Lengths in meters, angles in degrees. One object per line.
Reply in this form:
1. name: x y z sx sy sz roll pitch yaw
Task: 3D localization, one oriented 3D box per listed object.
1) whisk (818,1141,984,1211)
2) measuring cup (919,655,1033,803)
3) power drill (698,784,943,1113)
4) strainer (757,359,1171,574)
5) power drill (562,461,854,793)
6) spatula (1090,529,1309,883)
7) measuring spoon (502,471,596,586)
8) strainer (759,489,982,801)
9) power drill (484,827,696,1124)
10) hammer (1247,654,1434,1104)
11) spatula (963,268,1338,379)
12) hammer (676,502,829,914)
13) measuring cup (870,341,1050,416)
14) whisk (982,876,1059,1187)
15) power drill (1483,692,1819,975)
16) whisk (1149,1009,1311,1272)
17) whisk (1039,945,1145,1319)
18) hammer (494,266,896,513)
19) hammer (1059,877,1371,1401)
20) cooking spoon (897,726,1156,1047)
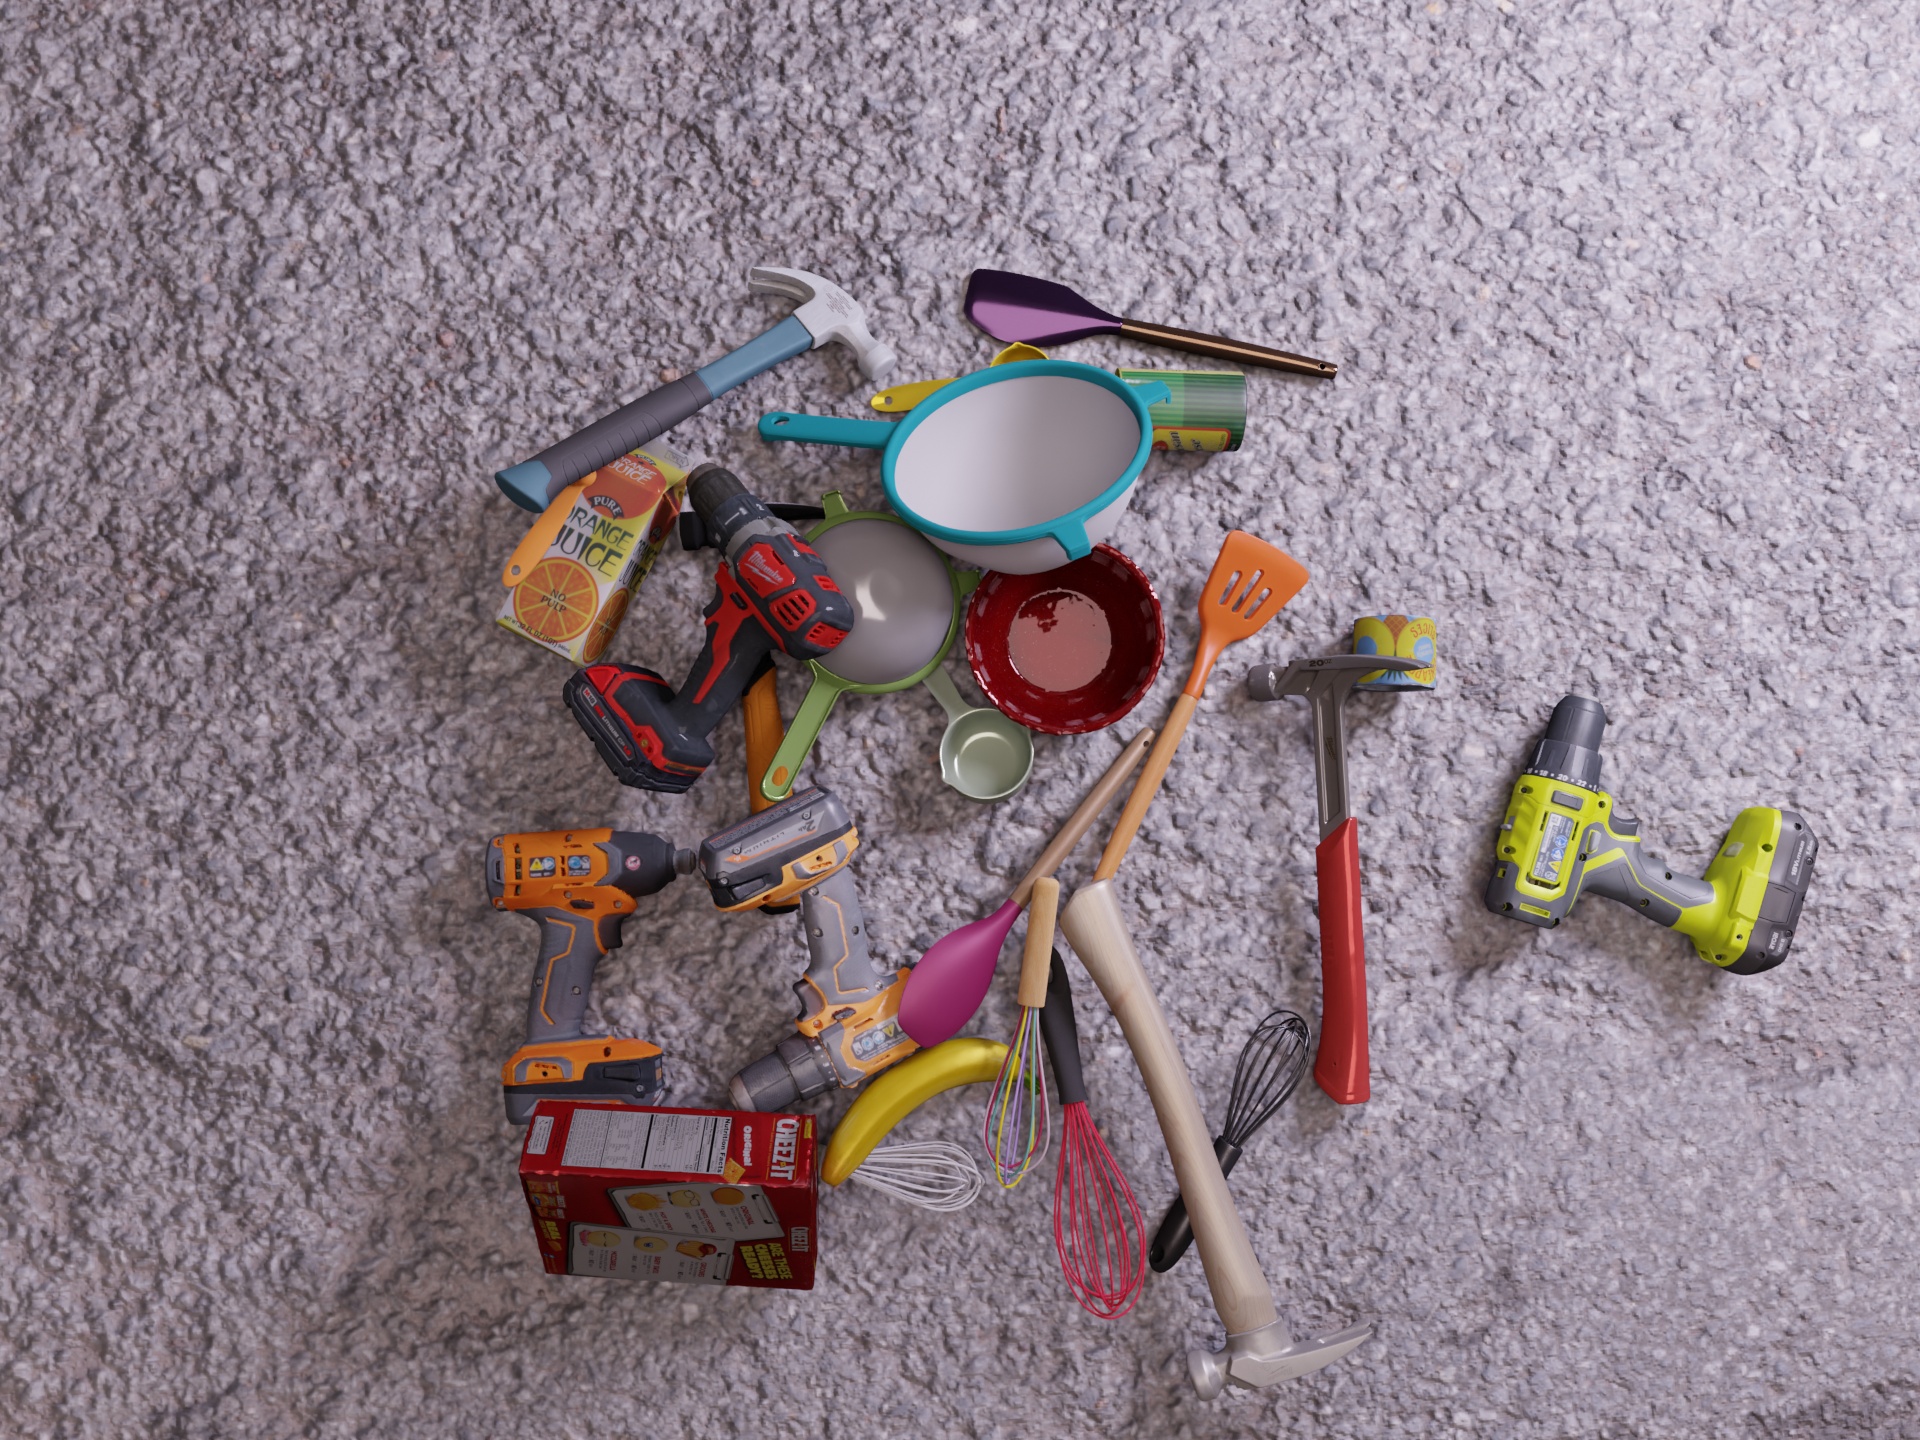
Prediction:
1. whisk: -0.103 0.356 1.281 0.246 0.059 0.058 7 51 3
2. measuring cup: -0.002 -0.004 1.308 0.083 0.038 0.168 -32 71 -6
3. power drill: -0.128 0.187 1.243 0.185 0.084 0.226 -27 102 -14
4. strainer: -0.007 -0.193 1.272 0.340 0.095 0.211 11 53 26
5. power drill: -0.207 -0.073 1.245 0.226 0.080 0.188 -45 66 14
6. spatula: 0.179 0.002 1.294 0.081 0.041 0.322 28 84 -15
7. measuring spoon: -0.323 -0.153 1.244 0.021 0.011 0.117 34 87 6
8. strainer: -0.089 -0.052 1.251 0.151 0.069 0.256 29 77 -11
9. power drill: -0.289 0.198 1.267 0.164 0.084 0.226 -4 83 -2
10. hammer: 0.312 0.127 1.274 0.149 0.036 0.359 -2 92 38
11. spatula: 0.159 -0.321 1.329 0.316 0.018 0.060 12 88 1
12. hammer: -0.155 -0.011 1.302 0.127 0.034 0.337 -5 87 0
13. measuring cup: 0.003 -0.275 1.327 0.156 0.029 0.062 -6 91 11
14. whisk: 0.053 0.246 1.256 0.047 0.051 0.245 8 88 -27
15. power drill: 0.557 0.095 1.287 0.228 0.080 0.190 18 87 3
16. whisk: 0.215 0.341 1.285 0.055 0.055 0.239 30 92 1
17. whisk: 0.094 0.324 1.270 0.073 0.073 0.296 -11 78 -1
18. hammer: -0.216 -0.258 1.263 0.331 0.033 0.128 -35 82 -22
19. hammer: 0.184 0.318 1.250 0.146 0.038 0.411 -21 87 9
20. cooking spoon: 0.060 0.127 1.275 0.068 0.017 0.319 46 74 -23
